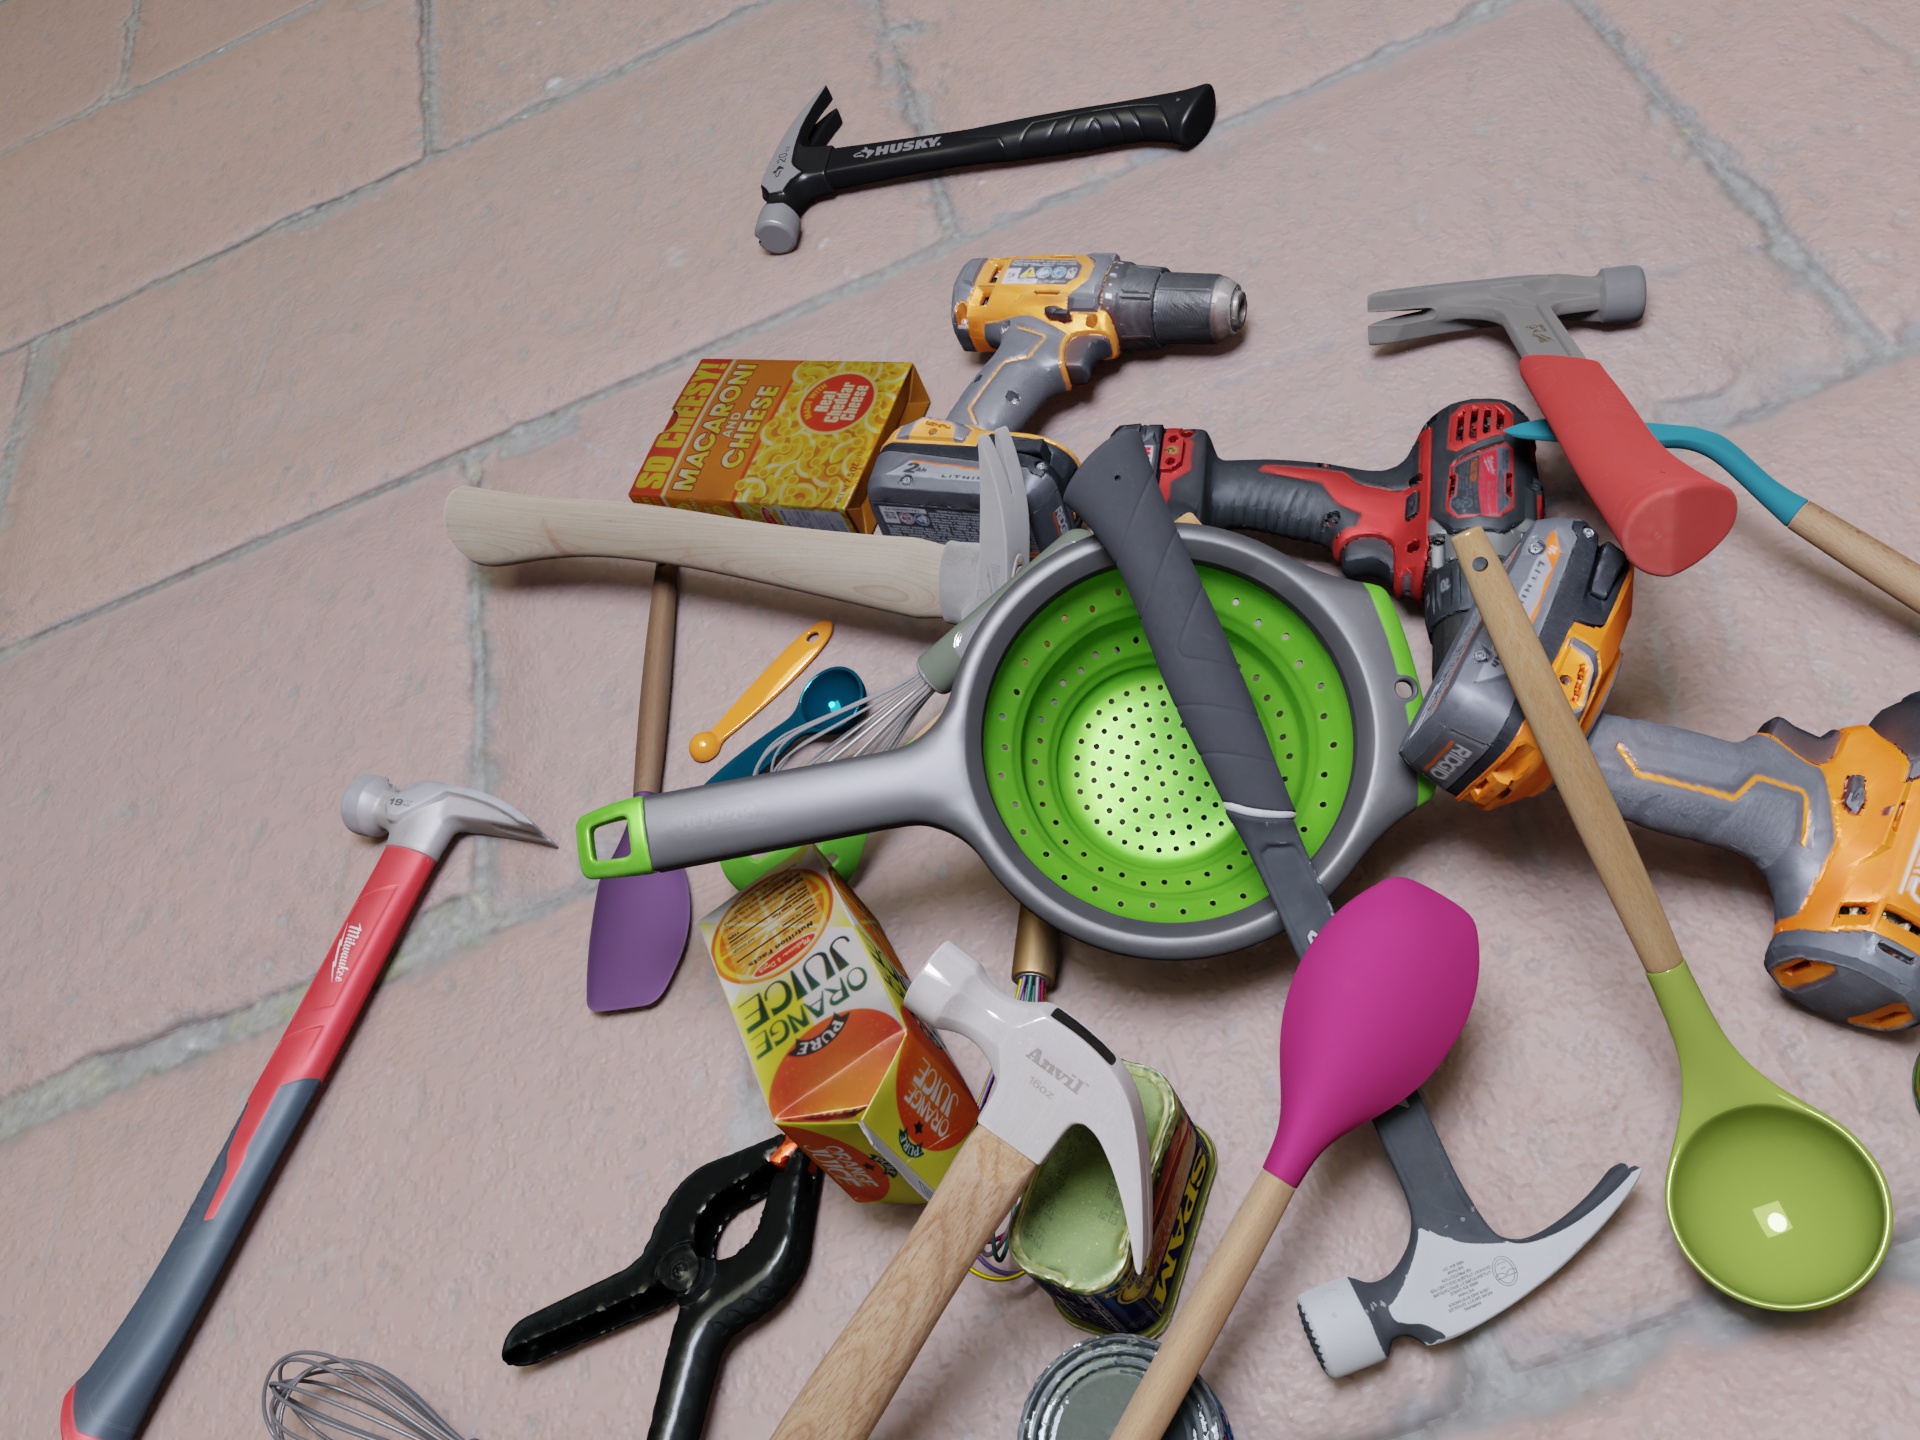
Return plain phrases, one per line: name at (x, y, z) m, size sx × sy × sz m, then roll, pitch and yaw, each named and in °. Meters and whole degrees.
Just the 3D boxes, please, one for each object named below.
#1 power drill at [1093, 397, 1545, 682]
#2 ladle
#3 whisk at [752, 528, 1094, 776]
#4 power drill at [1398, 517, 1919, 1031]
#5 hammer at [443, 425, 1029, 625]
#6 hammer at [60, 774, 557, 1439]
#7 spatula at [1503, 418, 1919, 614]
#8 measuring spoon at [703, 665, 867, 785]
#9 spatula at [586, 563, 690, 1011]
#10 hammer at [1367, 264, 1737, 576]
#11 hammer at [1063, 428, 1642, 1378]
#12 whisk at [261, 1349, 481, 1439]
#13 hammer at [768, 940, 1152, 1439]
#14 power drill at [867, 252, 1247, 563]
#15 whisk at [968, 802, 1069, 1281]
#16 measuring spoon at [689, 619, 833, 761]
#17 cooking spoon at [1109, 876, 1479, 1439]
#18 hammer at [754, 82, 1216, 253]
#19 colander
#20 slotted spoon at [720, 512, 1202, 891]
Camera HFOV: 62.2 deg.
power drill at (0.187, -0.079, 0.831) m, size 0.227 × 0.080 × 0.188 m, roll 0°, pitch 59°, yaw 18°
ladle at (0.260, 0.073, 0.608) m, size 0.078 × 0.062 × 0.320 m, roll -25°, pitch 91°, yaw 17°
whisk at (-0.021, -0.019, 0.847) m, size 0.246 × 0.059 × 0.058 m, roll -40°, pitch 93°, yaw 19°
power drill at (0.324, 0.007, 0.680) m, size 0.226 × 0.084 × 0.164 m, roll 30°, pitch 69°, yaw 8°
hammer at (-0.148, -0.114, 0.945) m, size 0.411 × 0.146 × 0.038 m, roll 10°, pitch 23°, yaw 27°
hammer at (-0.361, 0.208, 0.877) m, size 0.143 × 0.038 × 0.386 m, roll 8°, pitch 61°, yaw 24°
spatula at (0.406, -0.073, 0.740) m, size 0.318 × 0.044 × 0.082 m, roll 41°, pitch 35°, yaw 23°
measuring spoon at (-0.104, 0.018, 0.919) m, size 0.128 × 0.021 × 0.042 m, roll -38°, pitch 53°, yaw 6°
spatula at (-0.182, 0.023, 0.941) m, size 0.060 × 0.018 × 0.316 m, roll -10°, pitch 55°, yaw 11°
hammer at (0.284, -0.156, 0.761) m, size 0.149 × 0.036 × 0.359 m, roll -4°, pitch 28°, yaw 12°
hammer at (0.143, 0.056, 0.688) m, size 0.149 × 0.036 × 0.409 m, roll -22°, pitch 77°, yaw 1°
whisk at (-0.227, 0.345, 0.730) m, size 0.239 × 0.055 × 0.055 m, roll 11°, pitch 63°, yaw 22°
hammer at (-0.035, 0.258, 0.633) m, size 0.130 × 0.031 × 0.331 m, roll 33°, pitch 101°, yaw 12°
power drill at (0.060, -0.195, 0.956) m, size 0.185 × 0.084 × 0.226 m, roll 8°, pitch 57°, yaw 24°
whisk at (0.029, 0.144, 0.764) m, size 0.047 × 0.051 × 0.245 m, roll -8°, pitch 52°, yaw 23°
measuring spoon at (-0.119, -0.020, 0.949) m, size 0.117 × 0.011 × 0.021 m, roll -46°, pitch 54°, yaw -11°
cooking spoon at (0.114, 0.205, 0.631) m, size 0.069 × 0.017 × 0.319 m, roll 30°, pitch 82°, yaw 12°
hammer at (0.016, -0.418, 1.146) m, size 0.335 × 0.035 × 0.146 m, roll -2°, pitch 58°, yaw 20°
colander at (0.018, 0.030, 0.772) m, size 0.397 × 0.094 × 0.205 m, roll -11°, pitch 77°, yaw 2°
slotted spoon at (-0.001, -0.003, 0.820) m, size 0.313 × 0.070 × 0.031 m, roll -39°, pitch 20°, yaw 10°
